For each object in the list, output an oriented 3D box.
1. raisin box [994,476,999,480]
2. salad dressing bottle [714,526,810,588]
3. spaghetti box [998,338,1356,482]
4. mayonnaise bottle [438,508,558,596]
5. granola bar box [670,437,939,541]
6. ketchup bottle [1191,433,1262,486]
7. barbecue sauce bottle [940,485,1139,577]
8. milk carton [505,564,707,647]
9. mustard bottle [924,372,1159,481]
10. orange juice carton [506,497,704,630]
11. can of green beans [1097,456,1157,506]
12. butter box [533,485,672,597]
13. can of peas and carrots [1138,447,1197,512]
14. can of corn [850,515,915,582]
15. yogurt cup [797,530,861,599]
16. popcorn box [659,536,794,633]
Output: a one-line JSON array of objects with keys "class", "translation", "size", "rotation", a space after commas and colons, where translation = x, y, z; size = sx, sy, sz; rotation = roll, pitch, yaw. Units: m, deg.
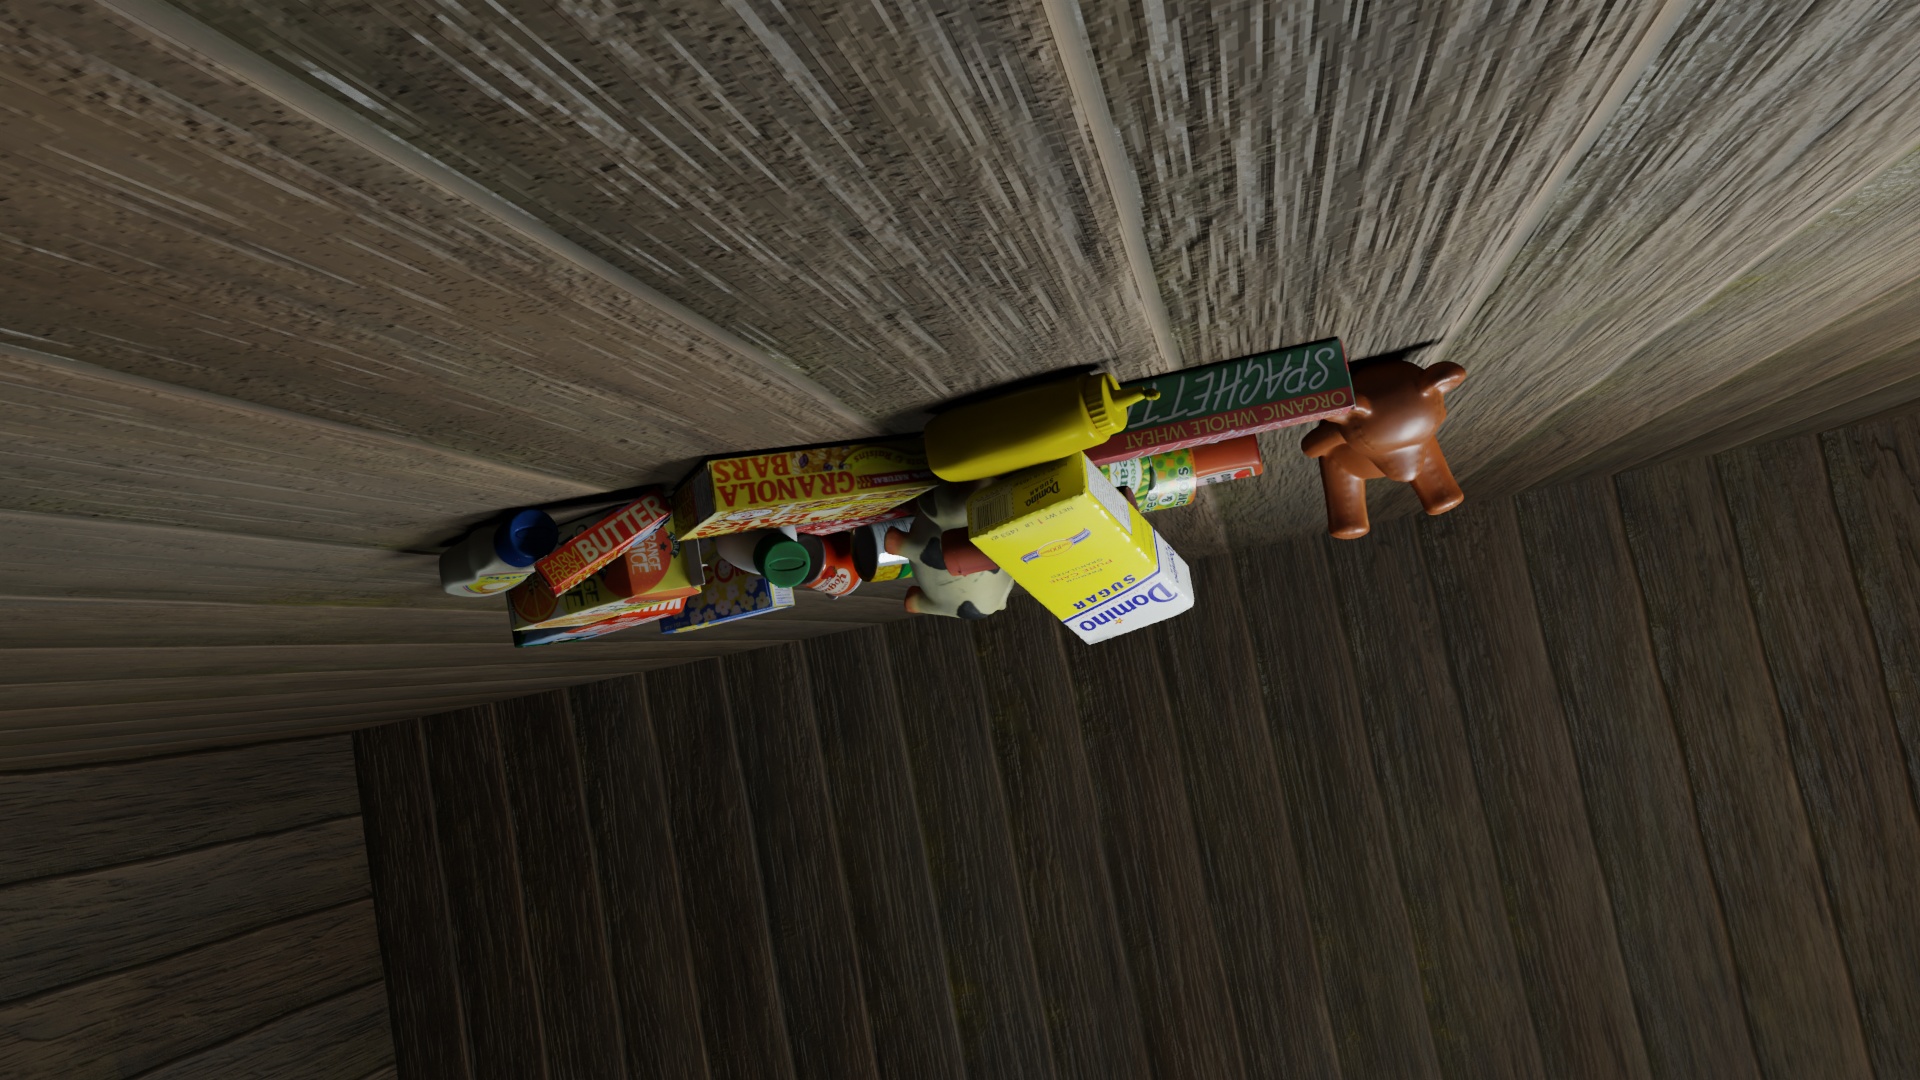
[{"class": "raisin box", "translation": [0.054, -0.045, 1.247], "size": [0.086, 0.040, 0.124], "rotation": [-16, 174, 42]}, {"class": "salad dressing bottle", "translation": [-0.154, 0.005, 1.097], "size": [0.064, 0.044, 0.148], "rotation": [-4, -168, -20]}, {"class": "spaghetti box", "translation": [0.144, -0.088, 0.957], "size": [0.250, 0.050, 0.028], "rotation": [-12, 175, 7]}, {"class": "mayonnaise bottle", "translation": [-0.342, 0.010, 1.038], "size": [0.065, 0.041, 0.147], "rotation": [-4, 171, -35]}, {"class": "granola bar box", "translation": [-0.116, -0.038, 1.010], "size": [0.166, 0.039, 0.124], "rotation": [-8, 174, -25]}, {"class": "ketchup bottle", "translation": [0.200, -0.068, 1.275], "size": [0.149, 0.043, 0.065], "rotation": [-11, 174, 11]}, {"class": "barbecue sauce bottle", "translation": [0.061, -0.004, 1.049], "size": [0.148, 0.044, 0.064], "rotation": [-12, 162, 13]}, {"class": "milk carton", "translation": [-0.314, 0.041, 1.228], "size": [0.190, 0.073, 0.072], "rotation": [-16, 172, 35]}, {"class": "mustard bottle", "translation": [0.056, -0.077, 0.902], "size": [0.160, 0.049, 0.065], "rotation": [-15, 171, 27]}, {"class": "orange juice carton", "translation": [-0.273, 0.019, 1.099], "size": [0.192, 0.072, 0.073], "rotation": [-15, 173, 35]}, {"class": "can of green beans", "translation": [0.113, -0.054, 1.134], "size": [0.058, 0.071, 0.071], "rotation": [-5, 171, -39]}, {"class": "butter box", "translation": [-0.257, 0.001, 1.001], "size": [0.104, 0.024, 0.053], "rotation": [-36, -179, -18]}, {"class": "can of peas and carrots", "translation": [0.164, -0.056, 1.186], "size": [0.059, 0.071, 0.071], "rotation": [-10, 174, -11]}, {"class": "can of corn", "translation": [-0.071, 0.007, 1.369], "size": [0.058, 0.071, 0.071], "rotation": [-6, 172, -28]}, {"class": "yogurt cup", "translation": [-0.138, 0.021, 1.408], "size": [0.072, 0.072, 0.054], "rotation": [-16, 164, 37]}, {"class": "popcorn box", "translation": [-0.215, 0.030, 1.244], "size": [0.126, 0.085, 0.038], "rotation": [-14, 173, 26]}]
